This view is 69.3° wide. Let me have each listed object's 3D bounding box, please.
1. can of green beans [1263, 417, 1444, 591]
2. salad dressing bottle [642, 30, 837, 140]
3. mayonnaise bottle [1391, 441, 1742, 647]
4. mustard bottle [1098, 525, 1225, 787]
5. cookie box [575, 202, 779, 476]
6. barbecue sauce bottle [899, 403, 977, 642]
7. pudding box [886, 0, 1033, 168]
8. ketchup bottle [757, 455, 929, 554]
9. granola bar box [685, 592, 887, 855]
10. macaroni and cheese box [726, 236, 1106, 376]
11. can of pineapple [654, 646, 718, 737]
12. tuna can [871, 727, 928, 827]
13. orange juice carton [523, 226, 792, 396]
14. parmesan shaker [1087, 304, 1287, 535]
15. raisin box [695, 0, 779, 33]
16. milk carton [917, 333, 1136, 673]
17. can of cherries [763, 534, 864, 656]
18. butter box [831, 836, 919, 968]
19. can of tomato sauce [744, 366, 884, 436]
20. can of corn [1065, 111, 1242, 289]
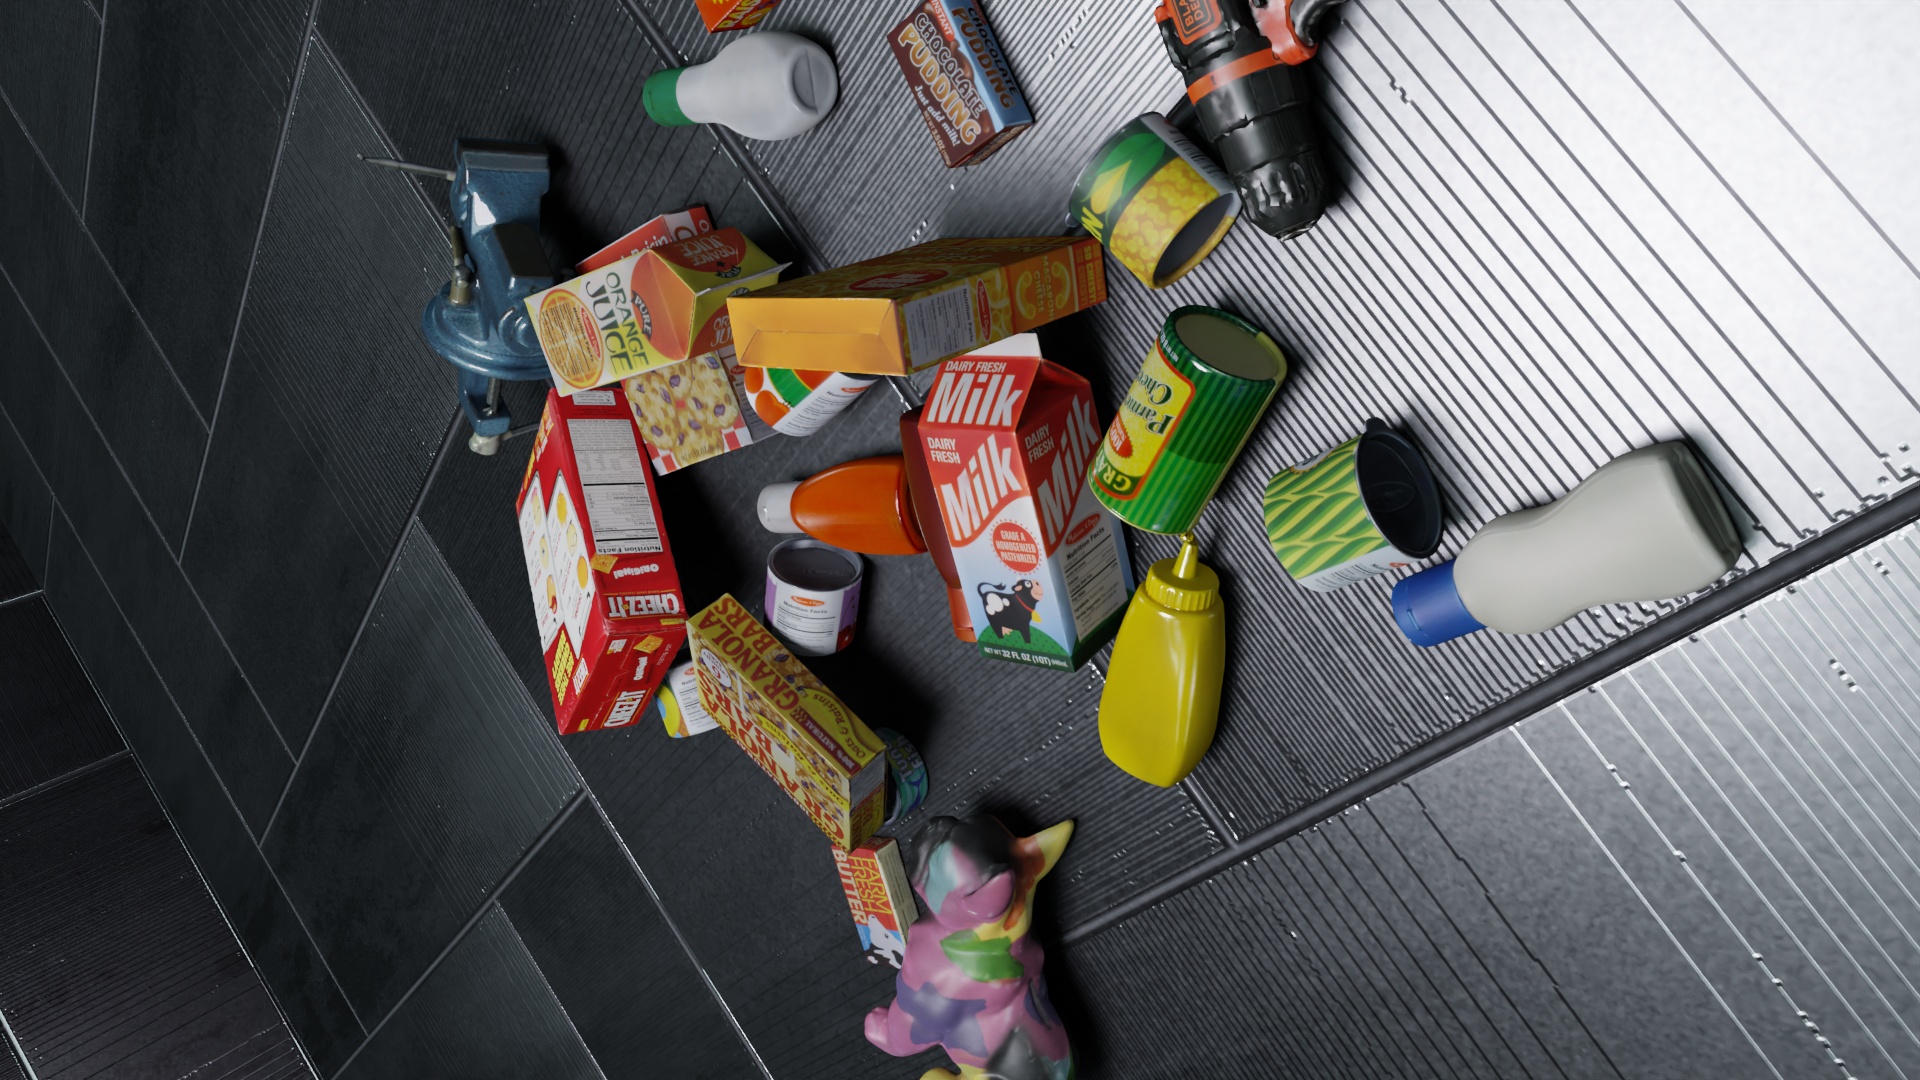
[{"bbox_3d":[0.189,-0.014,0.672,0.057,0.071,0.071,-27,89,47],"label":"can of green beans"},{"bbox_3d":[-0.142,-0.283,0.874,0.147,0.044,0.064,11,118,41],"label":"salad dressing bottle"},{"bbox_3d":[0.266,0.010,0.631,0.147,0.041,0.065,-30,86,47],"label":"mayonnaise bottle"},{"bbox_3d":[0.119,0.062,0.784,0.065,0.049,0.159,27,125,32],"label":"mustard bottle"},{"bbox_3d":[-0.201,-0.141,0.996,0.122,0.040,0.167,-13,101,45],"label":"cookie box"},{"bbox_3d":[0.003,-0.011,0.863,0.065,0.044,0.148,4,112,34],"label":"barbecue sauce bottle"},{"bbox_3d":[0.000,-0.254,0.764,0.049,0.030,0.083,-23,92,45],"label":"pudding box"},{"bbox_3d":[-0.077,-0.023,0.931,0.148,0.044,0.064,0,106,43],"label":"ketchup bottle"},{"bbox_3d":[-0.120,0.129,0.970,0.166,0.039,0.123,40,151,22],"label":"granola bar box"},{"bbox_3d":[-0.020,-0.128,0.741,0.124,0.167,0.040,9,115,40],"label":"macaroni and cheese box"},{"bbox_3d":[-0.210,0.117,1.104,0.071,0.071,0.057,-10,102,45],"label":"can of pineapple"},{"bbox_3d":[-0.056,0.170,1.008,0.071,0.033,0.070,20,121,36],"label":"tuna can"},{"bbox_3d":[-0.195,-0.151,0.903,0.192,0.072,0.073,-7,105,43],"label":"orange juice carton"},{"bbox_3d":[0.115,-0.064,0.720,0.071,0.071,0.102,42,131,21],"label":"parmesan shaker"},{"bbox_3d":[-0.120,-0.368,0.817,0.123,0.040,0.086,-20,95,47],"label":"raisin box"},{"bbox_3d":[0.037,-0.028,0.785,0.072,0.074,0.189,7,122,41],"label":"milk carton"},{"bbox_3d":[-0.102,0.038,0.970,0.071,0.072,0.058,30,128,30],"label":"can of cherries"},{"bbox_3d":[-0.061,0.277,1.068,0.053,0.024,0.103,-6,105,44],"label":"butter box"},{"bbox_3d":[-0.091,-0.115,0.887,0.082,0.071,0.071,-33,85,46],"label":"can of tomato sauce"},{"bbox_3d":[0.095,-0.165,0.688,0.058,0.071,0.070,47,134,16],"label":"can of corn"}]
